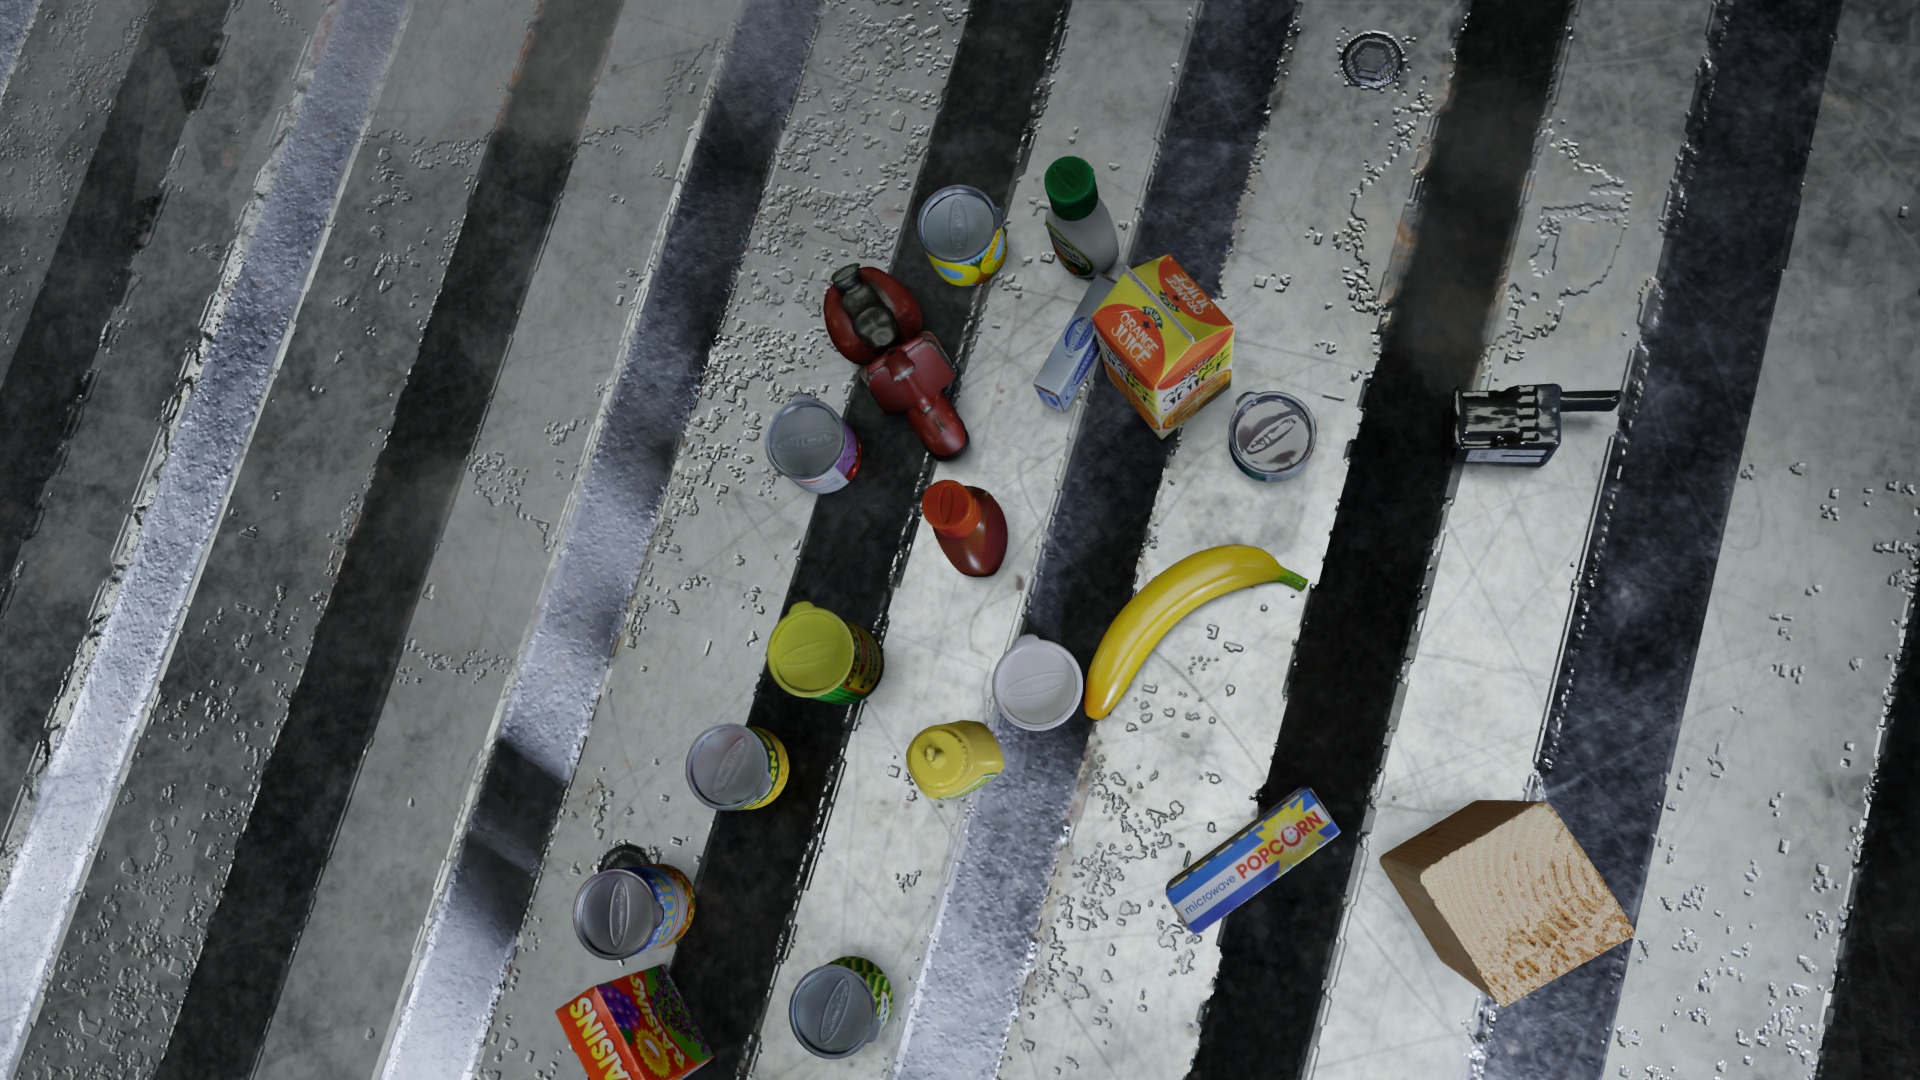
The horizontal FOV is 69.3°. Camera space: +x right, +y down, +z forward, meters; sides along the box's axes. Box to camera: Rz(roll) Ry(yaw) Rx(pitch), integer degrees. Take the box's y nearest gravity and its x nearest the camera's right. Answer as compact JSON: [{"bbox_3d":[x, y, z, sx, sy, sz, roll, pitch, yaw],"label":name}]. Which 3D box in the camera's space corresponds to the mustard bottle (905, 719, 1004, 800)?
[{"bbox_3d":[-0.009,0.159,1.006,0.065,0.160,0.049,-28,76,4],"label":"mustard bottle"}]

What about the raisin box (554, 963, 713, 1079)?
[{"bbox_3d":[-0.239,0.367,1.027,0.040,0.123,0.086,-34,76,3],"label":"raisin box"}]

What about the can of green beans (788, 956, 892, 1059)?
[{"bbox_3d":[-0.088,0.348,1.038,0.071,0.057,0.071,-2,79,10],"label":"can of green beans"}]

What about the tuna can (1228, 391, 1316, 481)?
[{"bbox_3d":[0.239,-0.081,1.073,0.071,0.033,0.071,-2,79,10],"label":"tuna can"}]

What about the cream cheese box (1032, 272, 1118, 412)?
[{"bbox_3d":[0.095,-0.156,1.102,0.024,0.053,0.104,29,86,14],"label":"cream cheese box"}]

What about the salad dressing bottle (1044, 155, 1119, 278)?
[{"bbox_3d":[0.091,-0.249,1.072,0.044,0.147,0.064,-43,76,1],"label":"salad dressing bottle"}]

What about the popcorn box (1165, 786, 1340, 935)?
[{"bbox_3d":[0.207,0.227,0.993,0.126,0.085,0.038,-36,76,2],"label":"popcorn box"}]

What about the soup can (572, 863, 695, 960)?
[{"bbox_3d":[-0.246,0.283,1.065,0.071,0.083,0.071,-2,80,10],"label":"soup can"}]

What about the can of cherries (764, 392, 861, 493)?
[{"bbox_3d":[-0.118,-0.078,1.123,0.071,0.058,0.071,-2,79,10],"label":"can of cherries"}]

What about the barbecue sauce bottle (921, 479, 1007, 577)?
[{"bbox_3d":[0.004,-0.013,1.042,0.044,0.148,0.065,2,81,11],"label":"barbecue sauce bottle"}]

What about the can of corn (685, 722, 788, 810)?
[{"bbox_3d":[-0.171,0.178,1.084,0.071,0.058,0.071,-2,79,10],"label":"can of corn"}]

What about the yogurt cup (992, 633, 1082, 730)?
[{"bbox_3d":[0.061,0.111,1.057,0.072,0.054,0.072,-2,79,10],"label":"yogurt cup"}]

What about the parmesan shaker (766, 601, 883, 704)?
[{"bbox_3d":[-0.101,0.088,1.066,0.071,0.103,0.071,-2,80,10],"label":"parmesan shaker"}]

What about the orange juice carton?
[{"bbox_3d":[0.150,-0.144,1.018,0.073,0.192,0.072,-39,76,2],"label":"orange juice carton"}]

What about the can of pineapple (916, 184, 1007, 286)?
[{"bbox_3d":[0.004,-0.247,1.133,0.071,0.058,0.071,-2,79,10],"label":"can of pineapple"}]
